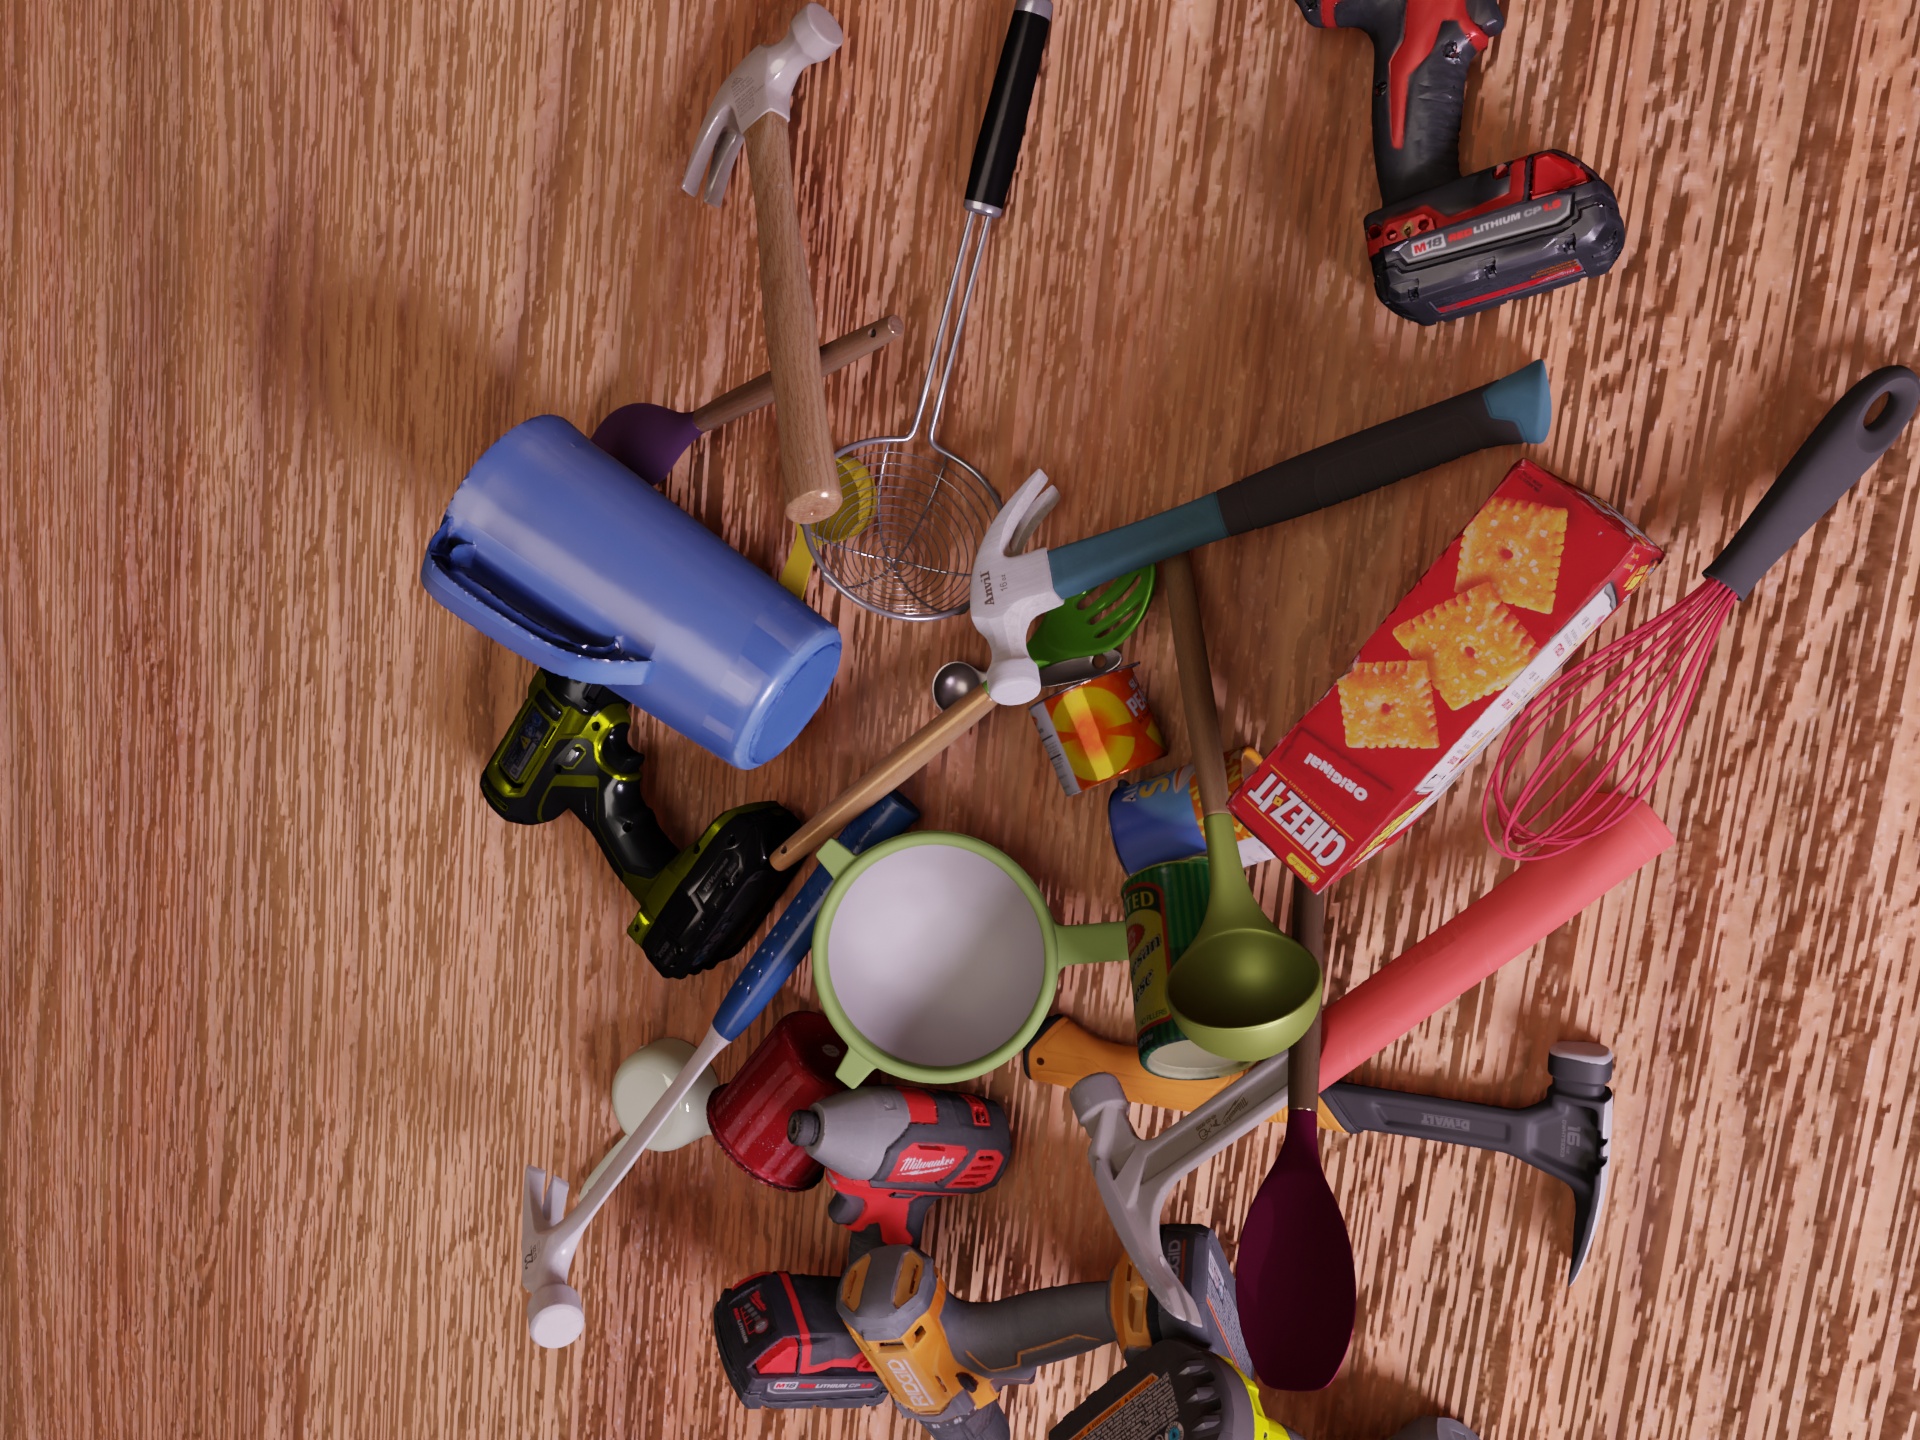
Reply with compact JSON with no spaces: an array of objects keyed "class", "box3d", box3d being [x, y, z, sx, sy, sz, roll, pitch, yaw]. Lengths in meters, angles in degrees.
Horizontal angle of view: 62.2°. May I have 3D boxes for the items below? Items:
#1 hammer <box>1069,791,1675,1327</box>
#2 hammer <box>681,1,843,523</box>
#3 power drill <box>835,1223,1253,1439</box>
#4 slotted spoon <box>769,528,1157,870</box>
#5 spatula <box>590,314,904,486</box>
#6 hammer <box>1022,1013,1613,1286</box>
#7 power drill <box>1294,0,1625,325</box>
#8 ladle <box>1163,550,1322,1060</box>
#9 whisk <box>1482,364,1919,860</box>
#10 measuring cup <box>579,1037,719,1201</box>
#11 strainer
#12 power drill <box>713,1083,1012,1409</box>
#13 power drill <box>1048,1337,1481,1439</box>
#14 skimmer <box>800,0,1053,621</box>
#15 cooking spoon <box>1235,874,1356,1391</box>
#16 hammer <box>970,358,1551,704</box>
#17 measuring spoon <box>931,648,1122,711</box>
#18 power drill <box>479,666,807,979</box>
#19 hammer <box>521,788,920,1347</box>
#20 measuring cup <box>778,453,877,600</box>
[{"class":"hammer","box3d":[0.222,0.165,0.845,0.359,0.036,0.149,-39,46,14]},{"class":"hammer","box3d":[-0.107,-0.264,0.945,0.130,0.031,0.332,-27,61,36]},{"class":"power drill","box3d":[0.059,0.385,0.953,0.226,0.084,0.185,-12,122,20]},{"class":"slotted spoon","box3d":[-0.002,-0.003,0.966,0.313,0.031,0.070,-39,53,17]},{"class":"spatula","box3d":[-0.149,-0.199,1.006,0.316,0.018,0.060,-12,92,43]},{"class":"hammer","box3d":[0.193,0.225,0.916,0.337,0.034,0.127,4,97,26]},{"class":"power drill","box3d":[0.271,-0.331,0.791,0.188,0.080,0.227,-13,87,27]},{"class":"ladle","box3d":[0.132,0.023,0.845,0.078,0.062,0.320,-9,65,10]},{"class":"whisk","box3d":[0.359,-0.050,0.776,0.073,0.073,0.296,40,101,17]},{"class":"measuring cup","box3d":[-0.237,0.299,1.136,0.083,0.038,0.167,44,111,15]},{"class":"strainer","box3d":[0.040,0.136,0.970,0.256,0.069,0.151,-6,88,8]},{"class":"power drill","box3d":[-0.070,0.324,1.001,0.219,0.143,0.079,-66,31,18]},{"class":"power drill","box3d":[0.161,0.437,0.876,0.228,0.080,0.190,30,116,-26]},{"class":"skimmer","box3d":[0.001,-0.239,0.927,0.127,0.090,0.363,14,101,-9]},{"class":"cooking spoon","box3d":[0.180,0.180,0.832,0.069,0.017,0.319,-17,55,41]},{"class":"hammer","box3d":[0.157,-0.116,0.868,0.331,0.033,0.128,-19,62,19]},{"class":"measuring spoon","box3d":[0.042,-0.027,0.976,0.124,0.018,0.034,-10,82,21]},{"class":"power drill","box3d":[-0.216,0.049,1.079,0.223,0.080,0.171,44,113,19]},{"class":"hammer","box3d":[-0.163,0.206,1.035,0.405,0.035,0.144,-53,29,6]},{"class":"measuring cup","box3d":[-0.097,-0.103,1.034,0.062,0.029,0.156,35,122,19]}]
